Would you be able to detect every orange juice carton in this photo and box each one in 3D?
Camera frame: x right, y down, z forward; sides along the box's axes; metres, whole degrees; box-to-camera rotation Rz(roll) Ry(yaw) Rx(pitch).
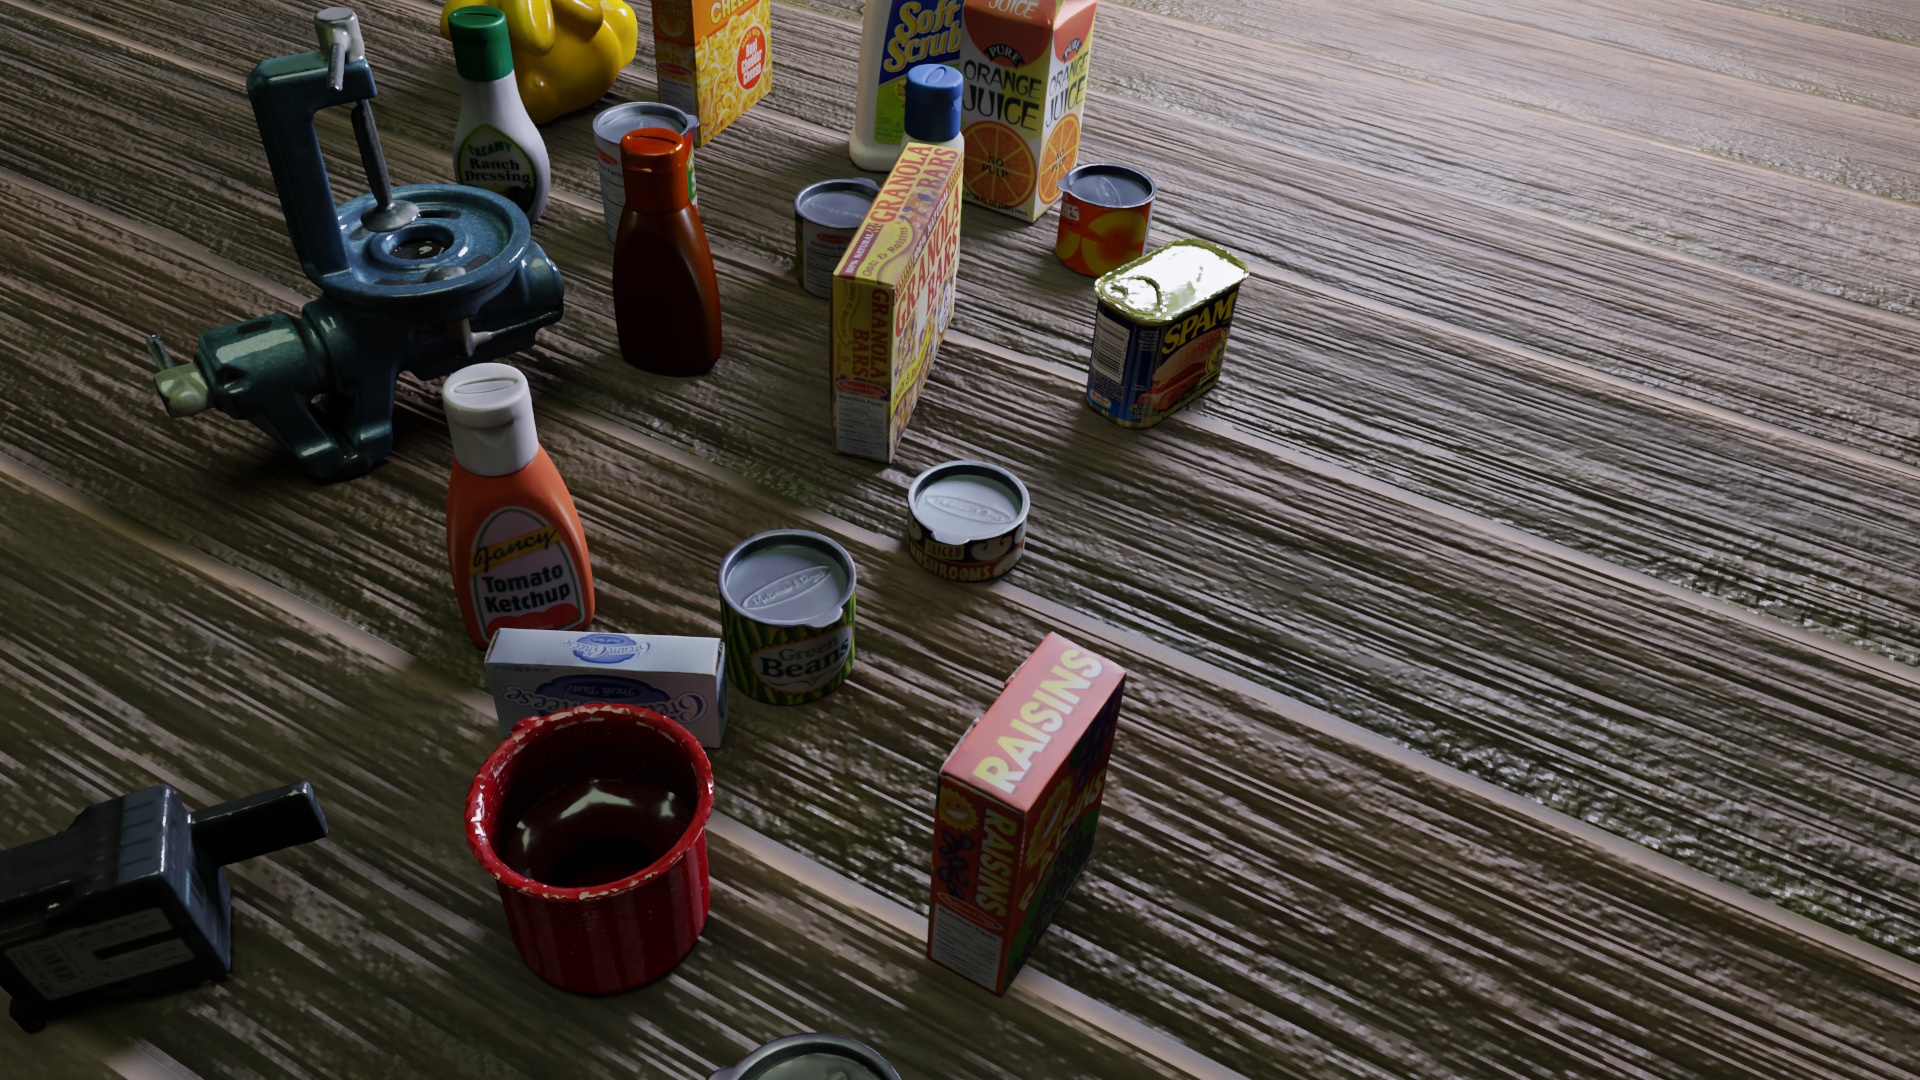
[{"bbox_3d":[0.046,-0.338,1.007,0.072,0.191,0.073,23,45,19],"label":"orange juice carton"}]

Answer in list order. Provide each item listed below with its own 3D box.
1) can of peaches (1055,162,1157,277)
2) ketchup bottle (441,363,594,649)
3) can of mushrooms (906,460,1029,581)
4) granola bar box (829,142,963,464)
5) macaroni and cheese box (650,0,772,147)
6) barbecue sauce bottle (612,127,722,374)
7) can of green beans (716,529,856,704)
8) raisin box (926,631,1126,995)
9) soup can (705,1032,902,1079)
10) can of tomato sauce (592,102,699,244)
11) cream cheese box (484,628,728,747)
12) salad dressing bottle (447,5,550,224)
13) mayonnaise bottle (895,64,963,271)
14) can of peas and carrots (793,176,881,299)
[{"bbox_3d":[0.101,-0.228,0.990,0.071,0.057,0.071,3,42,-2],"label":"can of peaches"},{"bbox_3d":[-0.213,-0.014,0.656,0.065,0.148,0.044,-12,44,-17],"label":"ketchup bottle"},{"bbox_3d":[0.003,-0.009,0.756,0.071,0.033,0.071,3,42,-2],"label":"can of mushrooms"},{"bbox_3d":[-0.038,-0.146,0.837,0.039,0.123,0.166,11,42,7],"label":"granola bar box"},{"bbox_3d":[-0.194,-0.413,1.088,0.040,0.165,0.124,17,43,13],"label":"macaroni and cheese box"},{"bbox_3d":[-0.179,-0.172,0.835,0.065,0.147,0.044,10,42,6],"label":"barbecue sauce bottle"},{"bbox_3d":[-0.084,0.038,0.678,0.071,0.057,0.071,3,42,-2],"label":"can of green beans"},{"bbox_3d":[0.025,0.111,0.558,0.040,0.122,0.086,24,46,21],"label":"raisin box"},{"bbox_3d":[-0.052,0.215,0.465,0.071,0.083,0.072,3,42,-2],"label":"soup can"},{"bbox_3d":[-0.216,-0.253,0.971,0.071,0.082,0.071,3,42,-2],"label":"can of tomato sauce"},{"bbox_3d":[-0.161,0.068,0.640,0.104,0.053,0.024,3,42,-2],"label":"cream cheese box"},{"bbox_3d":[-0.320,-0.288,0.951,0.064,0.146,0.044,1,42,-4],"label":"salad dressing bottle"},{"bbox_3d":[-0.020,-0.238,0.923,0.041,0.147,0.065,15,43,12],"label":"mayonnaise bottle"},{"bbox_3d":[-0.079,-0.207,0.949,0.071,0.058,0.071,3,42,-2],"label":"can of peas and carrots"}]
